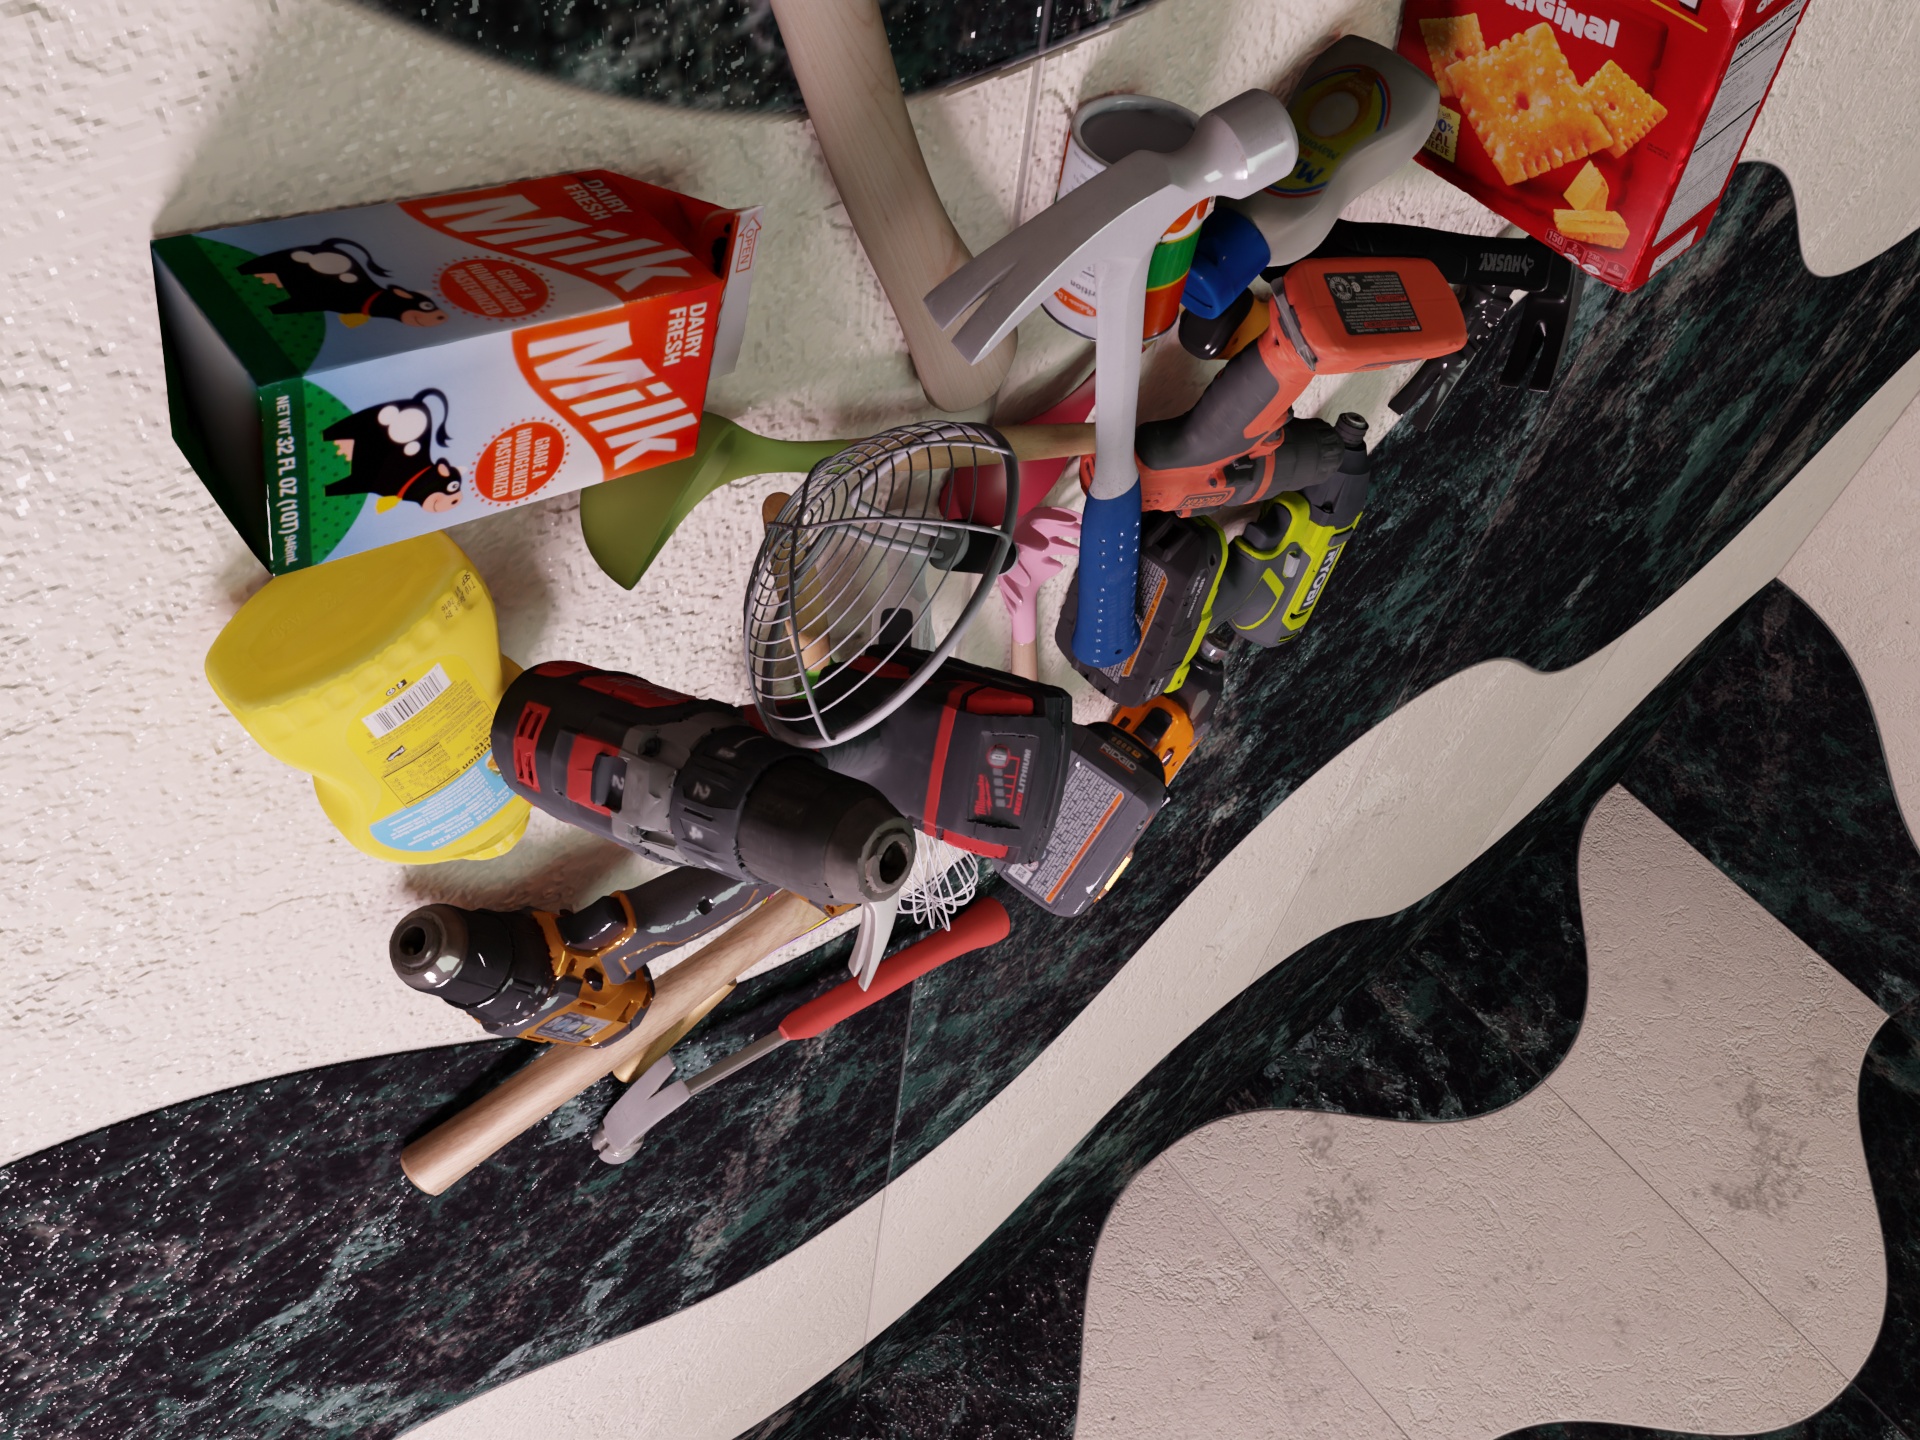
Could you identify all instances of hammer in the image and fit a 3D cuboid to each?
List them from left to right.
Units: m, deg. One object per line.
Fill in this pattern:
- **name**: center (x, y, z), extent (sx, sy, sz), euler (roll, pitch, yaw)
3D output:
- **hammer**: center (-0.180, 0.171, 0.935), extent (0.331, 0.031, 0.130), euler (-35, 119, -3)
- **hammer**: center (-0.048, -0.221, 0.541), extent (0.146, 0.038, 0.410), euler (-39, 156, -5)
- **hammer**: center (-0.092, 0.204, 1.139), extent (0.359, 0.037, 0.149), euler (-23, 164, -41)
- **hammer**: center (-0.001, -0.003, 0.918), extent (0.330, 0.033, 0.128), euler (53, 40, -72)
- **hammer**: center (0.067, -0.116, 0.748), extent (0.144, 0.035, 0.405), euler (-30, 160, -7)
- **hammer**: center (0.233, -0.229, 0.959), extent (0.337, 0.034, 0.127), euler (-14, 142, -47)
- **hammer**: center (0.276, -0.261, 0.916), extent (0.334, 0.035, 0.146), euler (-14, 116, -44)

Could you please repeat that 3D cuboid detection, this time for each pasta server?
- **pasta server**: center (0.045, -0.035, 0.983), extent (0.060, 0.040, 0.316), euler (-44, 159, -19)

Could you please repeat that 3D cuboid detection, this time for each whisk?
- **whisk**: center (-0.136, 0.142, 1.000), extent (0.245, 0.051, 0.047), euler (-44, 125, 12)
- **whisk**: center (-0.028, 0.052, 0.999), extent (0.070, 0.070, 0.284), euler (-35, 150, -17)

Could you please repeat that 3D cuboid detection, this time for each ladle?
- **ladle**: center (-0.025, -0.109, 0.702), extent (0.320, 0.062, 0.078), euler (-13, 154, -42)
- **ladle**: center (0.106, -0.212, 0.804), extent (0.315, 0.031, 0.069), euler (-48, 156, 6)

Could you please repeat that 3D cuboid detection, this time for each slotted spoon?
- **slotted spoon**: center (-0.068, -0.039, 0.742), extent (0.070, 0.031, 0.313), euler (-32, 167, -9)

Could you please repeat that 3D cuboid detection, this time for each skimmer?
- **skimmer**: center (0.001, -0.057, 0.666), extent (0.127, 0.090, 0.363), euler (-50, 172, 11)

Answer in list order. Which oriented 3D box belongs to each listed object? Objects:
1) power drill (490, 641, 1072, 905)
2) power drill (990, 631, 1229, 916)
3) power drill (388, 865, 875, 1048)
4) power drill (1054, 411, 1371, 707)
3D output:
- **power drill**: center (-0.045, 0.021, 0.634), extent (0.226, 0.188, 0.080), euler (-2, 106, -52)
- **power drill**: center (0.115, 0.026, 1.091), extent (0.164, 0.084, 0.226), euler (-59, 170, 26)
- **power drill**: center (-0.156, 0.086, 0.799), extent (0.226, 0.084, 0.185), euler (-31, 156, 6)
- **power drill**: center (0.173, -0.106, 1.018), extent (0.223, 0.080, 0.171), euler (-24, 145, -41)
